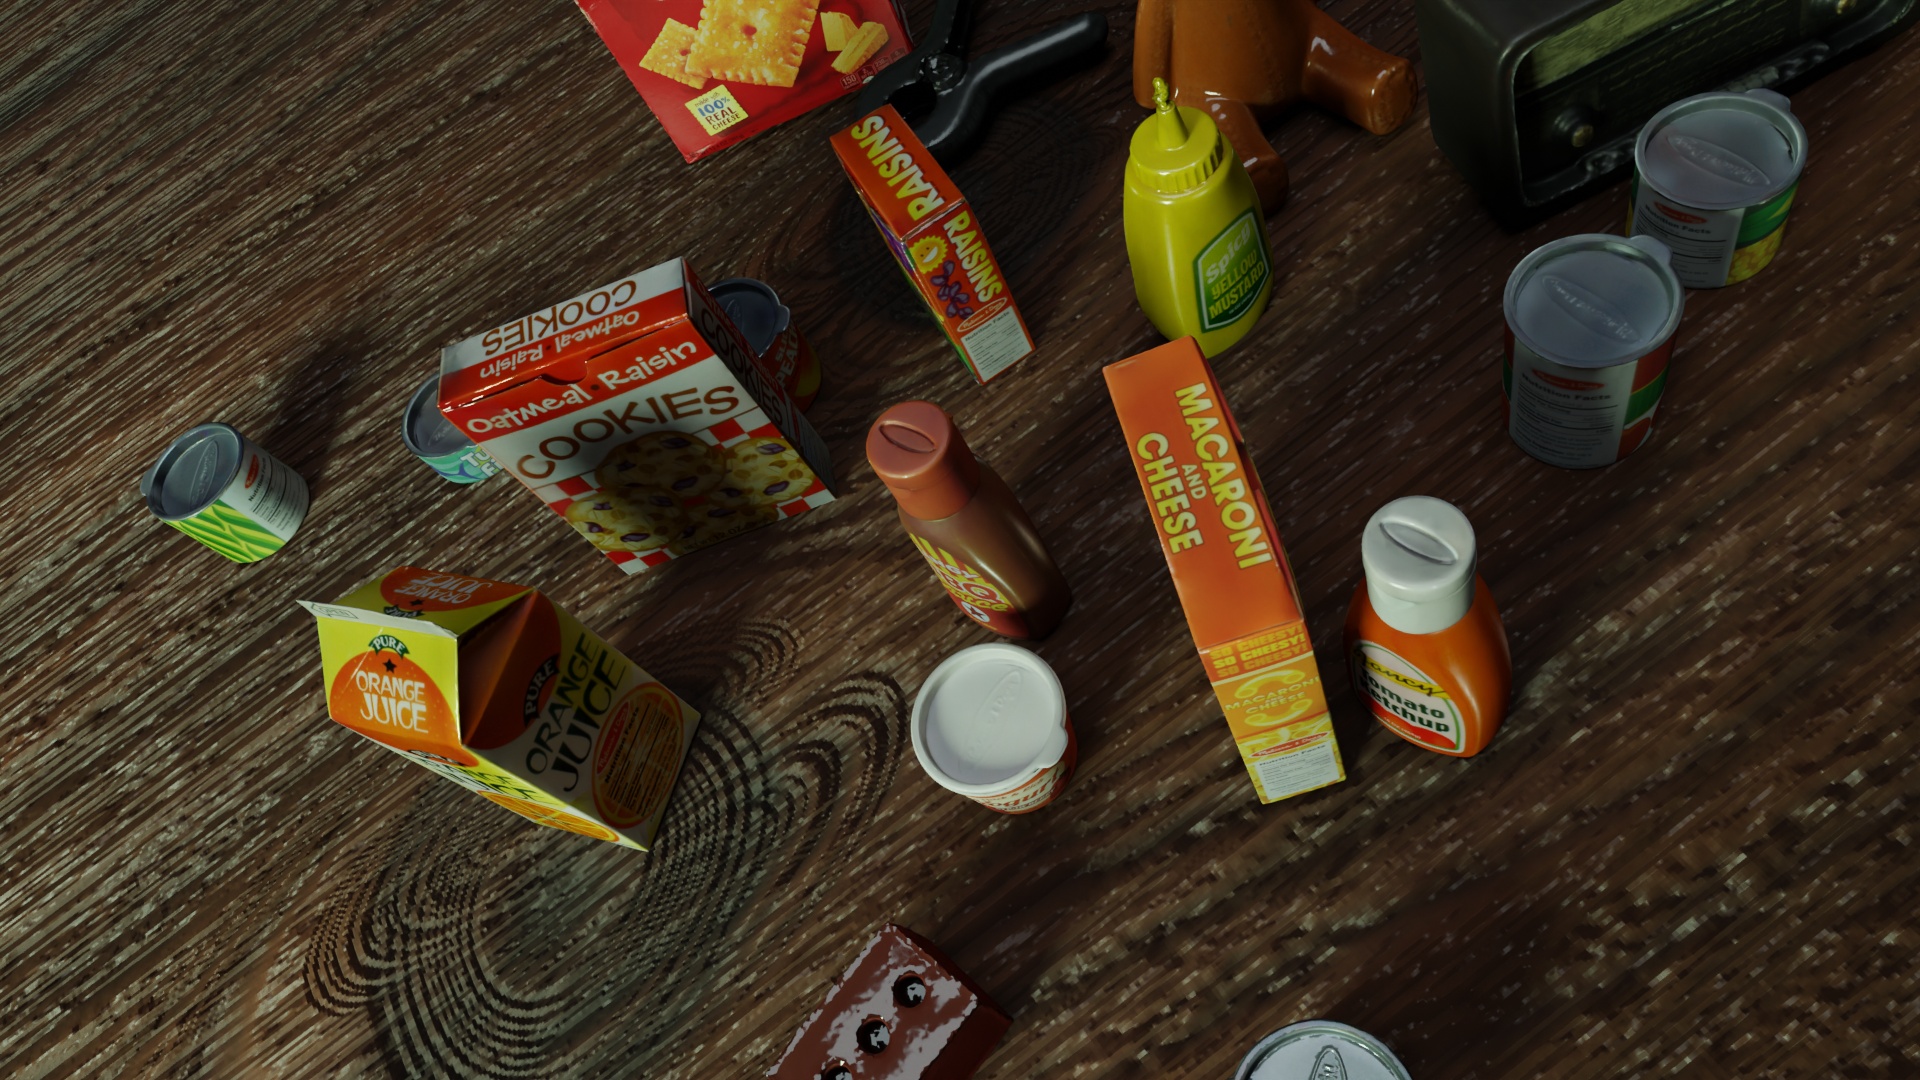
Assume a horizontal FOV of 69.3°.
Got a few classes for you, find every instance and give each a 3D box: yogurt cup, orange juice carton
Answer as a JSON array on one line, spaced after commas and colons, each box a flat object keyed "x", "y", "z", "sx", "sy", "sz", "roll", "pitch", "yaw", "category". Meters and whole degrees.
[{"x": 0.018, "y": 0.085, "z": 0.604, "sx": 0.072, "sy": 0.053, "sz": 0.073, "roll": -9, "pitch": 60, "yaw": 15, "category": "yogurt cup"}, {"x": -0.197, "y": 0.070, "z": 0.607, "sx": 0.072, "sy": 0.192, "sz": 0.073, "roll": 8, "pitch": 66, "yaw": 23, "category": "orange juice carton"}]

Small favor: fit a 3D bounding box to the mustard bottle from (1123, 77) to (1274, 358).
[{"x": 0.106, "y": -0.149, "z": 0.639, "sx": 0.065, "sy": 0.159, "sz": 0.049, "roll": -44, "pitch": 57, "yaw": -7, "category": "mustard bottle"}]

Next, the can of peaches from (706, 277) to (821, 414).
[{"x": -0.113, "y": -0.098, "z": 0.750, "sx": 0.071, "sy": 0.058, "sz": 0.071, "roll": -9, "pitch": 60, "yaw": 15, "category": "can of peaches"}]

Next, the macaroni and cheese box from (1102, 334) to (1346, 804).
[{"x": 0.107, "y": 0.017, "z": 0.543, "sx": 0.040, "sy": 0.166, "sz": 0.124, "roll": -20, "pitch": 58, "yaw": 9, "category": "macaroni and cheese box"}]

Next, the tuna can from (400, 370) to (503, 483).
[{"x": -0.286, "y": -0.067, "z": 0.810, "sx": 0.071, "sy": 0.032, "sz": 0.071, "roll": -9, "pitch": 60, "yaw": 15, "category": "tuna can"}]

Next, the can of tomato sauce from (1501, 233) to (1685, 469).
[{"x": 0.266, "y": -0.080, "z": 0.589, "sx": 0.071, "sy": 0.083, "sz": 0.071, "roll": -9, "pitch": 60, "yaw": 15, "category": "can of tomato sauce"}]

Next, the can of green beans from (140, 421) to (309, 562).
[{"x": -0.434, "y": -0.028, "z": 0.826, "sx": 0.071, "sy": 0.057, "sz": 0.071, "roll": -9, "pitch": 60, "yaw": 15, "category": "can of green beans"}]

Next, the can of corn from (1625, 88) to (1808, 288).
[{"x": 0.337, "y": -0.157, "z": 0.621, "sx": 0.071, "sy": 0.058, "sz": 0.071, "roll": -9, "pitch": 60, "yaw": 15, "category": "can of corn"}]

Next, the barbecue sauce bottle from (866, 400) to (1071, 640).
[{"x": 0.002, "y": -0.008, "z": 0.604, "sx": 0.065, "sy": 0.148, "sz": 0.044, "roll": 26, "pitch": 74, "yaw": 30, "category": "barbecue sauce bottle"}]

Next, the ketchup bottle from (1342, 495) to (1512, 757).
[{"x": 0.174, "y": 0.033, "z": 0.521, "sx": 0.065, "sy": 0.148, "sz": 0.043, "roll": 31, "pitch": 76, "yaw": 31, "category": "ketchup bottle"}]

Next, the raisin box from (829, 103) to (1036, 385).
[{"x": -0.013, "y": -0.147, "z": 0.702, "sx": 0.040, "sy": 0.123, "sz": 0.086, "roll": -32, "pitch": 57, "yaw": 1, "category": "raisin box"}]

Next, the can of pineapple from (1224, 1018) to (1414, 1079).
[{"x": 0.130, "y": 0.208, "z": 0.493, "sx": 0.071, "sy": 0.057, "sz": 0.071, "roll": -9, "pitch": 60, "yaw": 15, "category": "can of pineapple"}]

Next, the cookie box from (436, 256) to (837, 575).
[{"x": -0.149, "y": -0.053, "z": 0.672, "sx": 0.123, "sy": 0.167, "sz": 0.040, "roll": -19, "pitch": 58, "yaw": 9, "category": "cookie box"}]
